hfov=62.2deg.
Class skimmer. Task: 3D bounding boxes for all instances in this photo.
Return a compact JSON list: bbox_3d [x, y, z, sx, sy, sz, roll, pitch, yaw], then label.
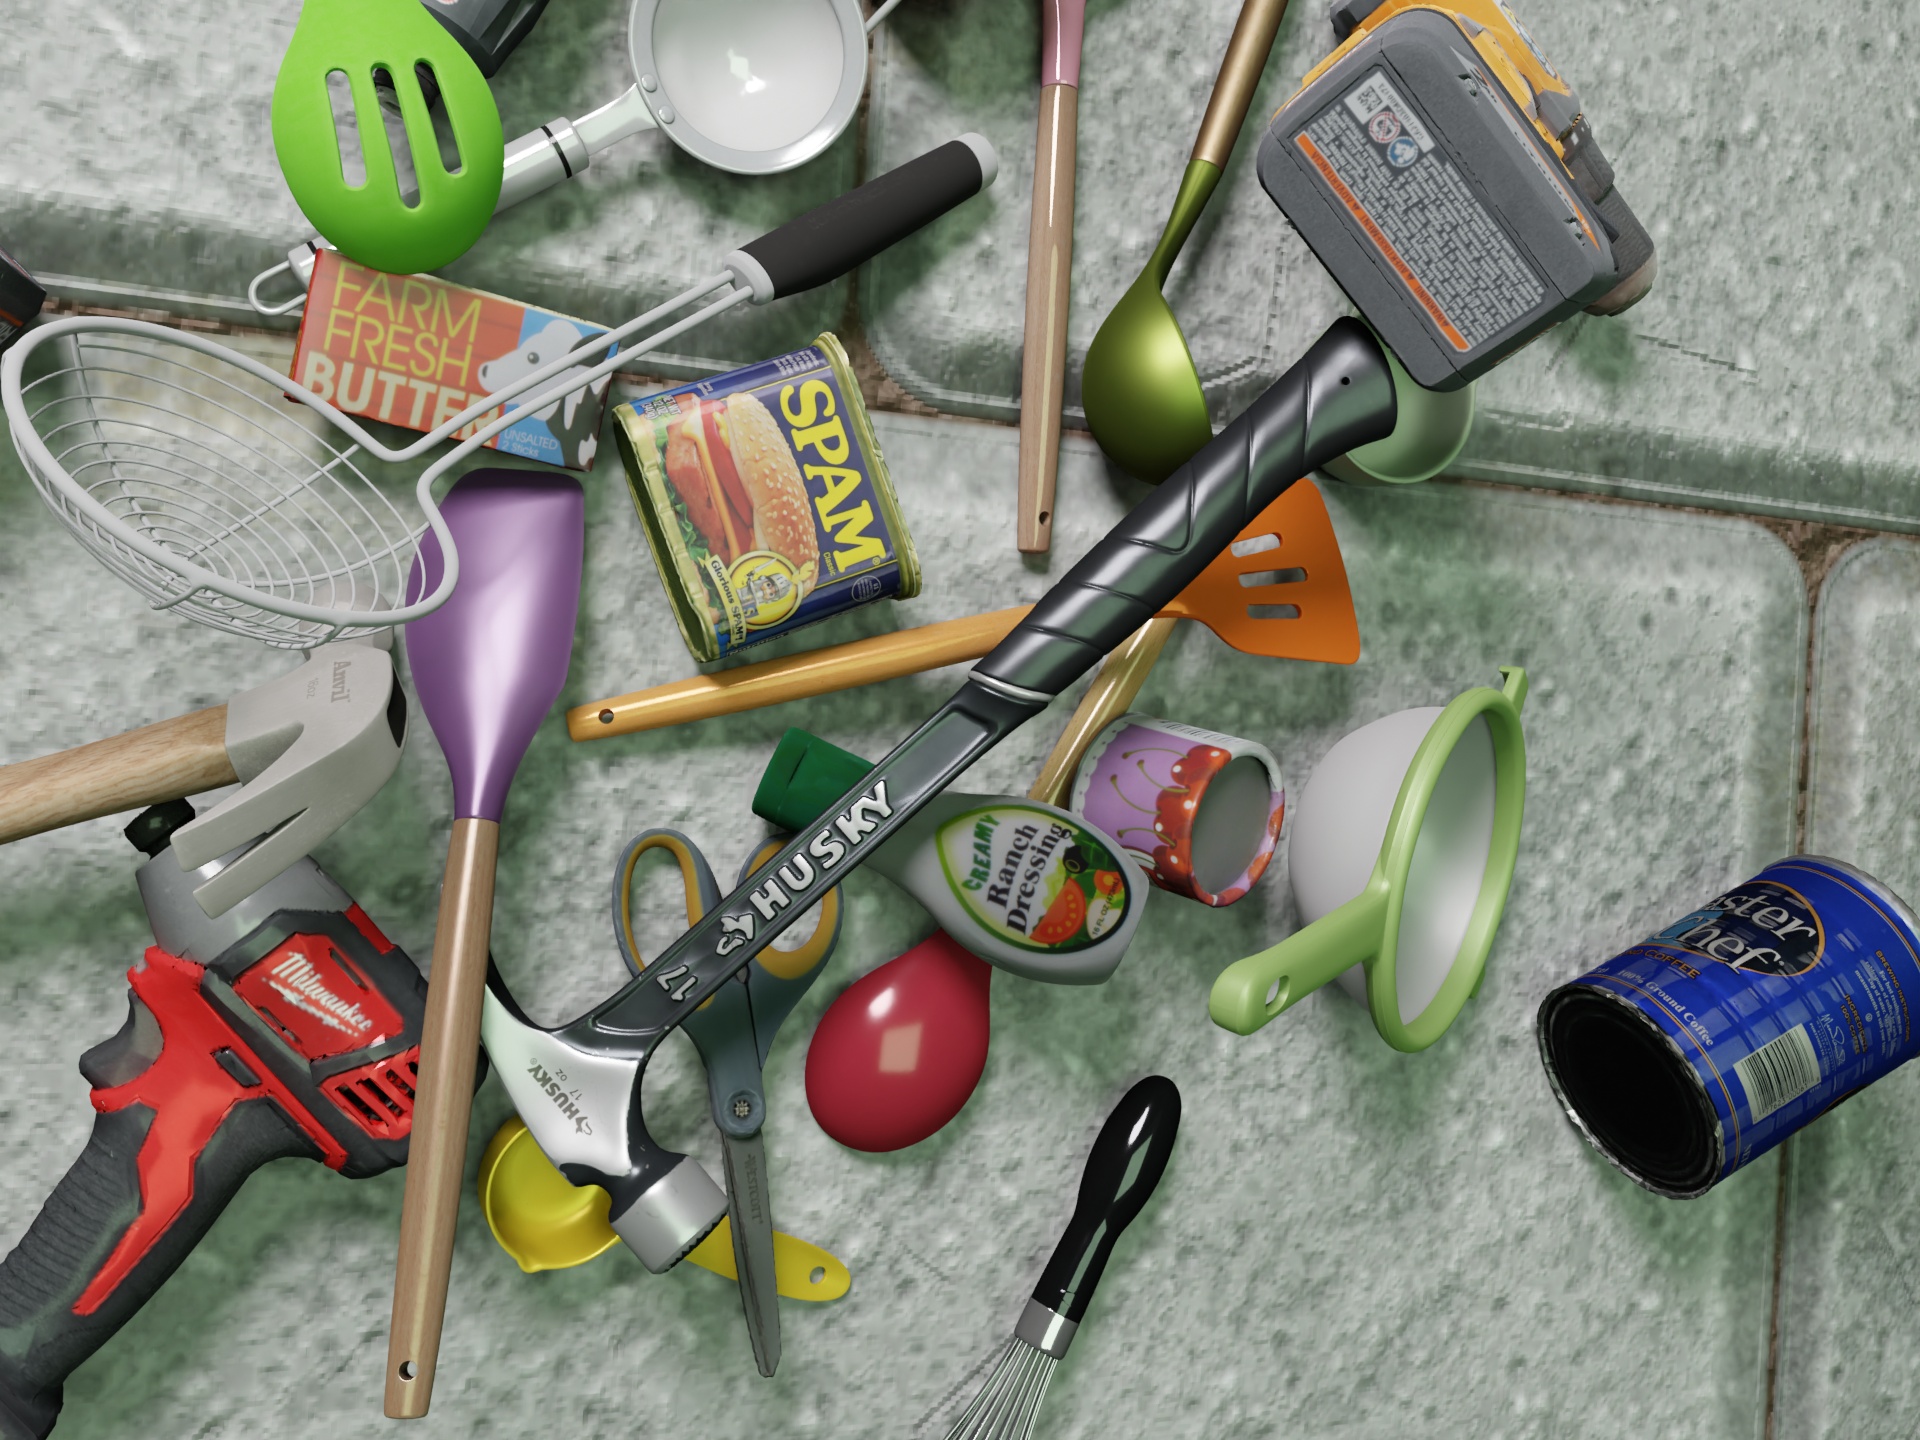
[{"bbox_3d":[-0.111,-0.138,0.514,0.363,0.090,0.127,-37,76,-29],"label":"skimmer"}]

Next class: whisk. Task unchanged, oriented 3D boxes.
[{"bbox_3d":[0.020,0.270,0.625,0.070,0.070,0.285,34,76,-17],"label":"whisk"}]

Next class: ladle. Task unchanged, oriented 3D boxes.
[{"bbox_3d":[0.120,-0.244,0.650,0.062,0.078,0.320,19,78,8],"label":"ladle"},{"bbox_3d":[0.037,0.032,0.640,0.069,0.031,0.315,34,78,-16],"label":"ladle"}]

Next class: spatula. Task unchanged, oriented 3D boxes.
[{"bbox_3d":[-0.165,0.059,0.526,0.059,0.018,0.316,2,71,-6],"label":"spatula"},{"bbox_3d":[0.010,-0.031,0.619,0.322,0.041,0.081,-13,85,-10],"label":"spatula"}]

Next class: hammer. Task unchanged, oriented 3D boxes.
[{"bbox_3d":[-0.334,0.040,0.476,0.331,0.130,0.031,-16,127,-11],"label":"hammer"},{"bbox_3d":[-0.001,-0.002,0.563,0.409,0.036,0.149,-42,83,-6],"label":"hammer"}]

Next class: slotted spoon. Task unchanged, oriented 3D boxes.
[{"bbox_3d":[-0.203,-0.295,0.475,0.070,0.031,0.313,-17,105,-21],"label":"slotted spoon"}]

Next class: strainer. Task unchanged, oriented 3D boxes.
[{"bbox_3d":[-0.135,-0.209,0.568,0.258,0.050,0.086,-31,109,-11],"label":"strainer"},{"bbox_3d":[0.144,0.065,0.617,0.256,0.069,0.151,-16,114,-50],"label":"strainer"}]

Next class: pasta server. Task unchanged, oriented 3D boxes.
[{"bbox_3d":[0.042,-0.225,0.631,0.060,0.040,0.316,3,91,-31],"label":"pasta server"}]

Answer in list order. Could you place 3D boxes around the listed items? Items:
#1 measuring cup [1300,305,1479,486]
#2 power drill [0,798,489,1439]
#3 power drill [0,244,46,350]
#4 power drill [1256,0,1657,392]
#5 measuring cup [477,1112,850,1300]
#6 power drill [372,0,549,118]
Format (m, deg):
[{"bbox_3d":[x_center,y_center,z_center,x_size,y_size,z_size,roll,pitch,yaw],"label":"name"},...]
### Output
[{"bbox_3d":[0.165,-0.180,0.676,0.083,0.038,0.167,-18,95,-18],"label":"measuring cup"},{"bbox_3d":[-0.279,0.133,0.504,0.220,0.078,0.143,-40,104,-18],"label":"power drill"},{"bbox_3d":[-0.409,-0.106,0.451,0.226,0.084,0.164,-45,104,-10],"label":"power drill"},{"bbox_3d":[0.208,-0.209,0.622,0.185,0.084,0.226,47,37,-13],"label":"power drill"},{"bbox_3d":[-0.108,0.187,0.596,0.156,0.029,0.062,31,78,-29],"label":"measuring cup"},{"bbox_3d":[-0.226,-0.318,0.515,0.223,0.080,0.171,26,82,-21],"label":"power drill"}]
